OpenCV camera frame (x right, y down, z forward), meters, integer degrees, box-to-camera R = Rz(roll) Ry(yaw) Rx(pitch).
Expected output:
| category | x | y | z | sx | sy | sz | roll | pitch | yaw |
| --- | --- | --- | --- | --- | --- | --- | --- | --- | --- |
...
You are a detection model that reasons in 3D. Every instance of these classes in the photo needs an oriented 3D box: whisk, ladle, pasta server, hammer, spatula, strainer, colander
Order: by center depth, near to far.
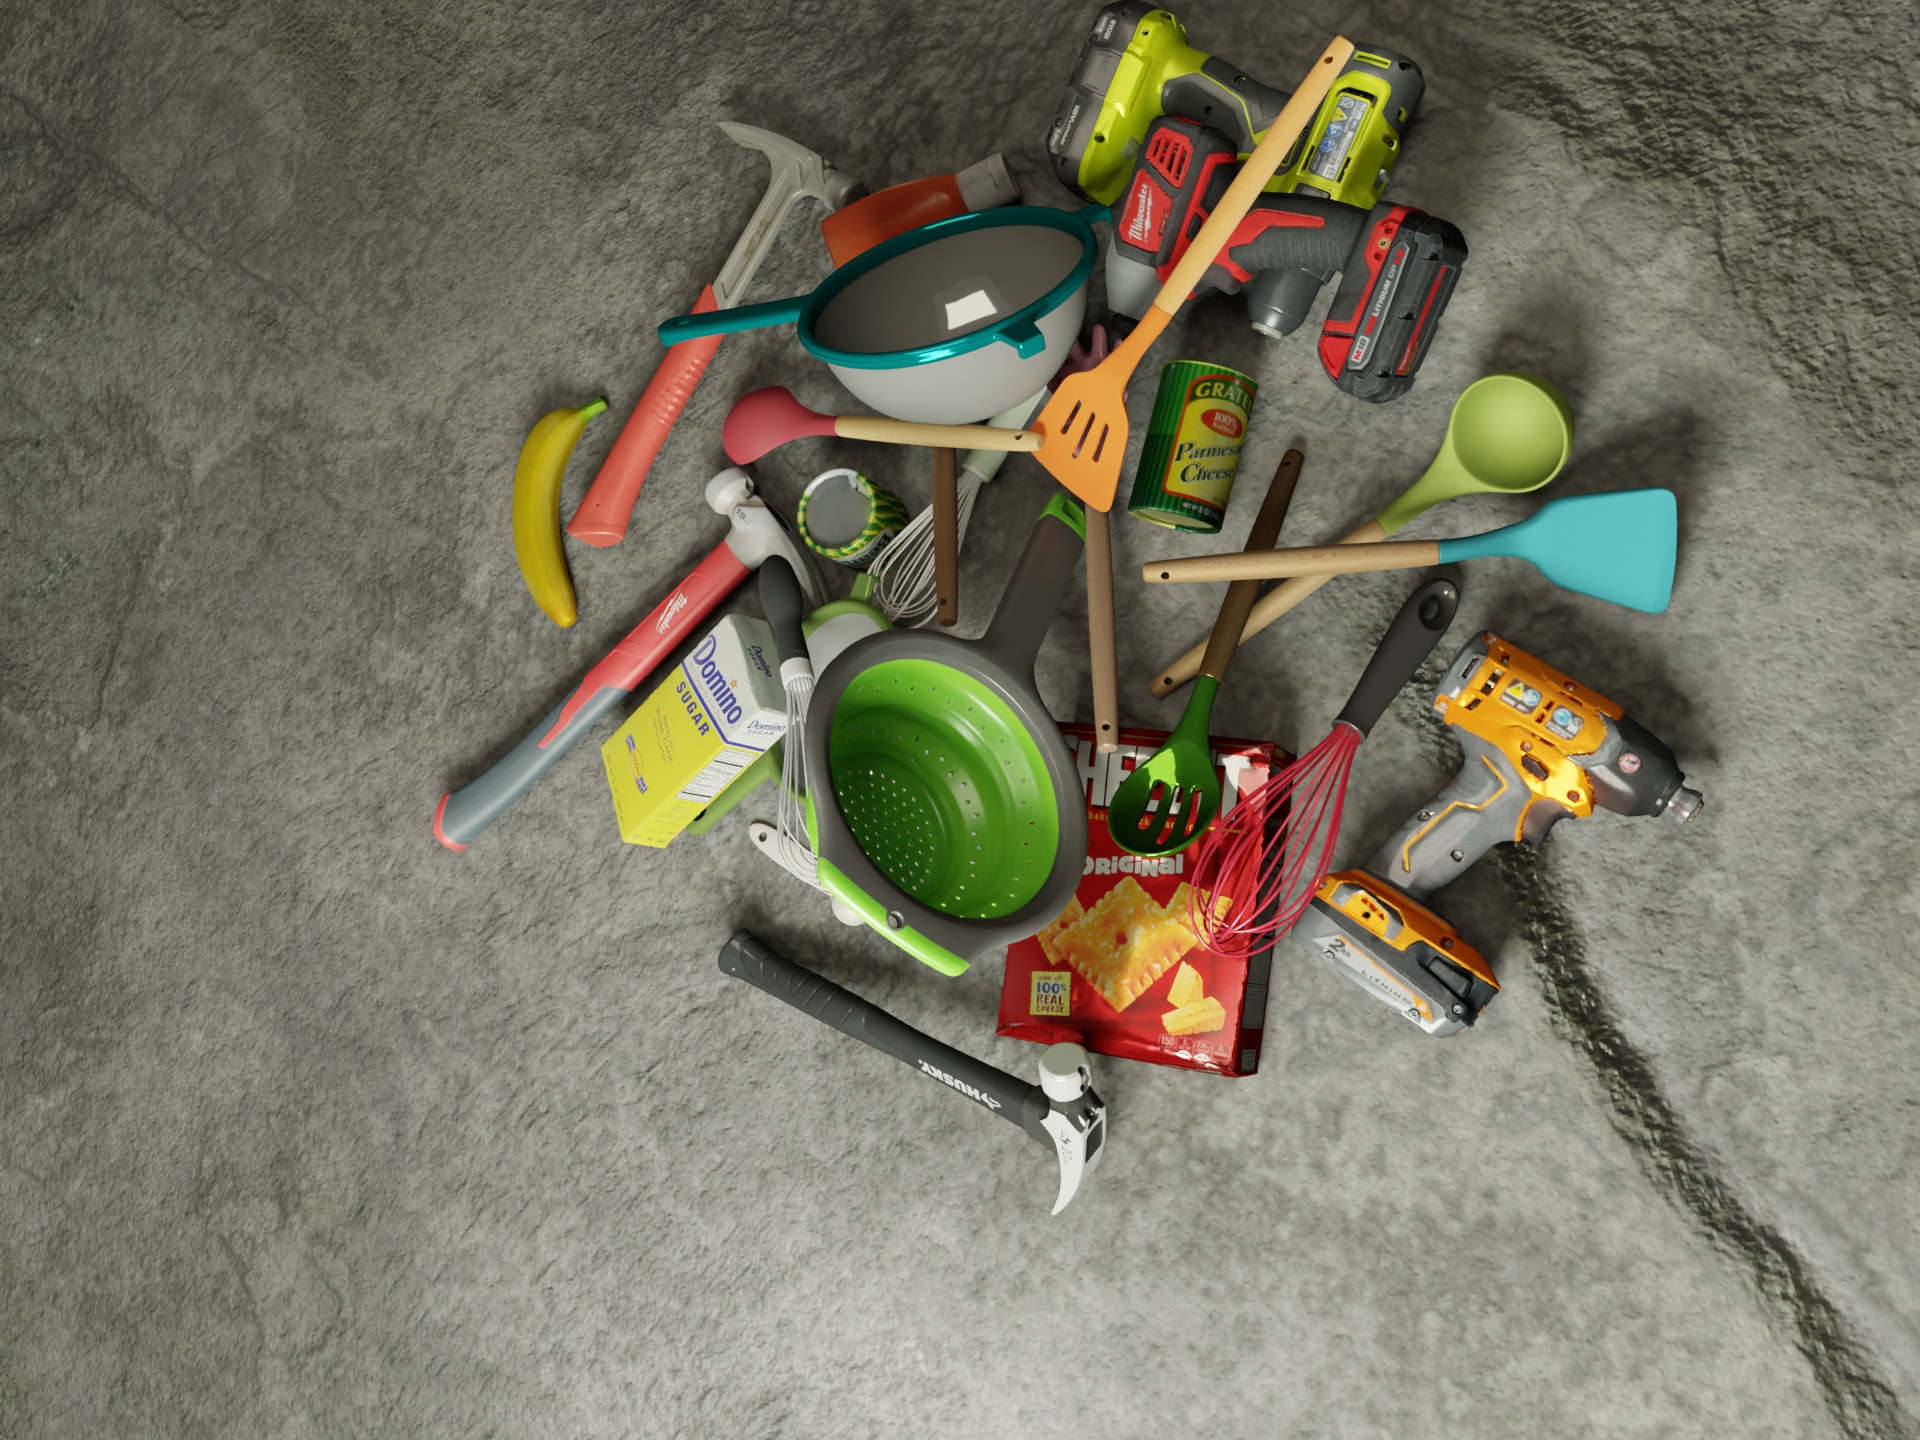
| category | x | y | z | sx | sy | sz | roll | pitch | yaw |
| --- | --- | --- | --- | --- | --- | --- | --- | --- | --- |
| whisk | 0.229 | 0.023 | 0.977 | 0.073 | 0.073 | 0.296 | 28 | 69 | 25 |
| spatula | 0.273 | -0.101 | 0.993 | 0.317 | 0.044 | 0.082 | -3 | 120 | 11 |
| spatula | 0.145 | -0.280 | 1.005 | 0.081 | 0.041 | 0.322 | 44 | 115 | 19 |
| colander | -0.002 | -0.003 | 1.030 | 0.094 | 0.204 | 0.397 | -36 | 22 | 45 |
| ladle | 0.251 | -0.110 | 1.034 | 0.320 | 0.062 | 0.078 | -37 | 86 | 17 |
| pasta server | 0.092 | -0.128 | 1.083 | 0.060 | 0.040 | 0.316 | -6 | 65 | 12 |
| whisk | -0.106 | -0.005 | 1.093 | 0.070 | 0.070 | 0.285 | -27 | 54 | 18 |
| hammer | -0.043 | 0.222 | 1.093 | 0.335 | 0.146 | 0.035 | 20 | 45 | 35 |
| strainer | -0.057 | -0.264 | 1.125 | 0.340 | 0.095 | 0.211 | -1 | 41 | 25 |
| spatula | -0.010 | -0.209 | 1.149 | 0.060 | 0.018 | 0.316 | -11 | 62 | 20 |
| whisk | 0.008 | -0.174 | 1.161 | 0.059 | 0.058 | 0.246 | 32 | 92 | -10 |
| ladle | -0.068 | -0.212 | 1.164 | 0.316 | 0.031 | 0.069 | 12 | 76 | 38 |
| strainer | -0.107 | 0.020 | 1.172 | 0.256 | 0.069 | 0.152 | -38 | 55 | 33 |
| hammer | -0.271 | -0.019 | 1.257 | 0.386 | 0.038 | 0.143 | -42 | 69 | 12 |
| hammer | -0.221 | -0.304 | 1.278 | 0.149 | 0.036 | 0.359 | 32 | 93 | 25 |

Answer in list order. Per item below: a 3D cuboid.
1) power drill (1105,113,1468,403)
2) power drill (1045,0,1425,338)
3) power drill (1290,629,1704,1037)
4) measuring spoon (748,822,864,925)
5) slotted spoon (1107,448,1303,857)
| category | x | y | z | sx | sy | sz | roll | pitch | yaw |
| --- | --- | --- | --- | --- | --- | --- | --- | --- | --- |
| power drill | 0.197 | -0.290 | 1.025 | 0.220 | 0.078 | 0.143 | 29 | 113 | 22 |
| power drill | 0.180 | -0.386 | 1.099 | 0.229 | 0.080 | 0.190 | 28 | 102 | 22 |
| power drill | 0.323 | 0.078 | 0.959 | 0.164 | 0.084 | 0.226 | 34 | 92 | 23 |
| measuring spoon | -0.115 | 0.110 | 1.178 | 0.124 | 0.018 | 0.034 | 32 | 95 | 25 |
| slotted spoon | 0.170 | -0.047 | 1.023 | 0.070 | 0.031 | 0.314 | 9 | 65 | 33 |
